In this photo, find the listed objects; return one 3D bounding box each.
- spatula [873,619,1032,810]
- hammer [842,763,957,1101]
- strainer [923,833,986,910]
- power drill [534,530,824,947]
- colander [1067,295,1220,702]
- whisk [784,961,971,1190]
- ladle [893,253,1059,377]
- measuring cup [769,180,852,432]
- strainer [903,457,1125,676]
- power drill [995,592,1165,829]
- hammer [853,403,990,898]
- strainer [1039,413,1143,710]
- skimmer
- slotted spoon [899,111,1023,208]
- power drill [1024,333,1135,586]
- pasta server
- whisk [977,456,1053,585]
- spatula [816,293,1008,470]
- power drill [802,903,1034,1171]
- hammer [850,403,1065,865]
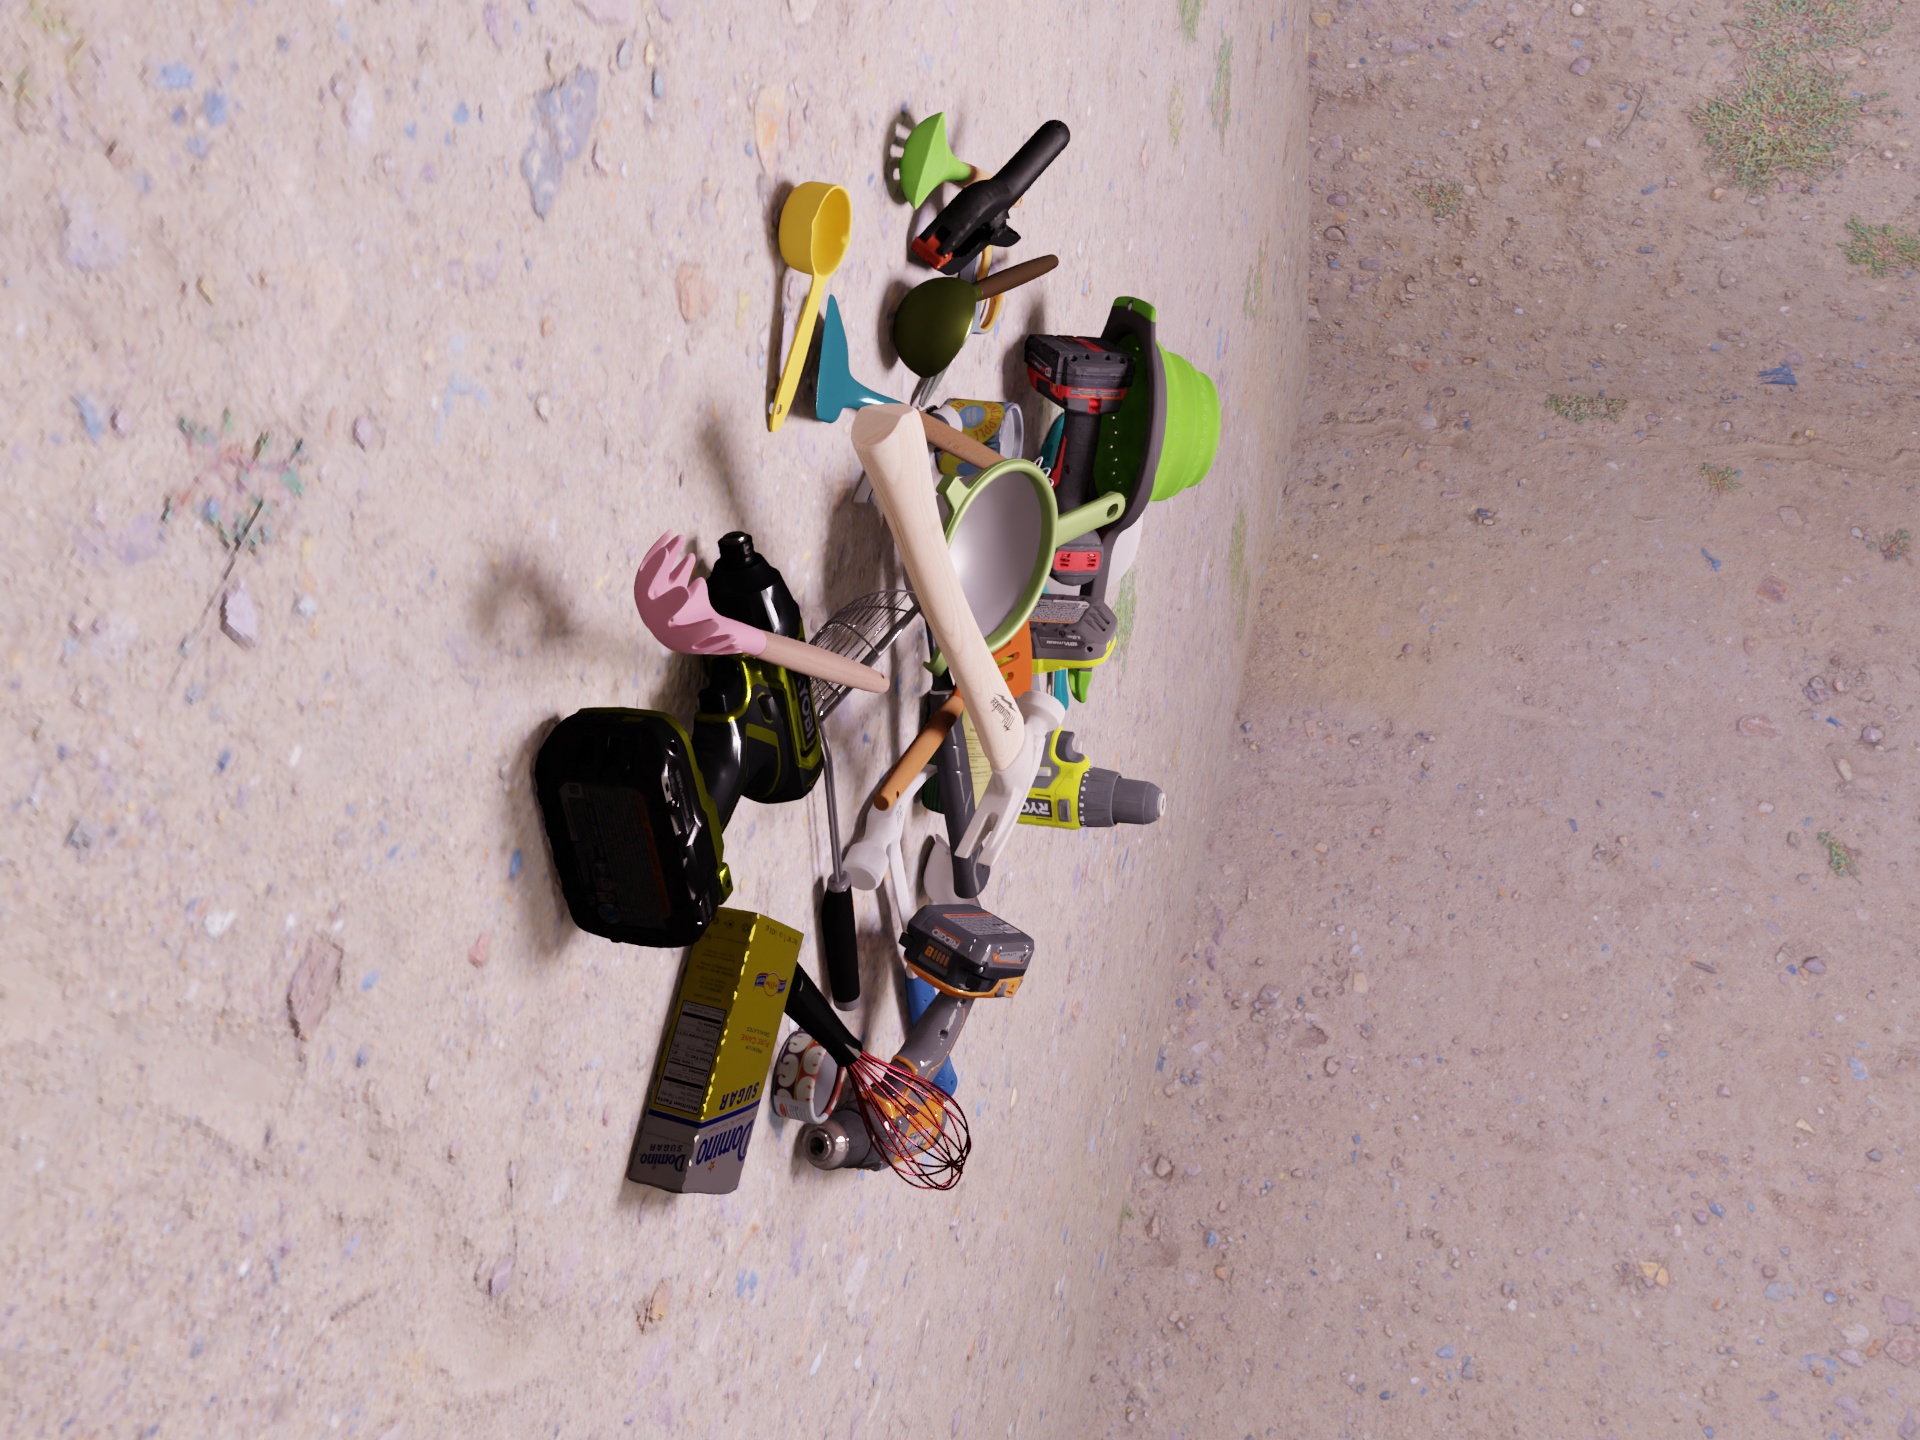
[{"bbox_3d":[-0.002,-0.004,1.203,0.323,0.041,0.081,-54,143,-63],"label":"spatula"},{"bbox_3d":[-0.038,0.208,1.415,0.405,0.035,0.144,82,24,-44],"label":"hammer"},{"bbox_3d":[0.001,0.166,1.517,0.087,0.050,0.258,58,-2,20],"label":"strainer"},{"bbox_3d":[-0.146,0.007,0.899,0.223,0.080,0.171,-62,150,-56],"label":"power drill"},{"bbox_3d":[0.177,-0.205,1.552,0.205,0.094,0.397,-124,-141,-65],"label":"colander"},{"bbox_3d":[-0.072,0.255,1.171,0.295,0.073,0.073,55,41,-34],"label":"whisk"},{"bbox_3d":[0.029,-0.340,1.282,0.078,0.062,0.320,-46,179,33],"label":"ladle"},{"bbox_3d":[-0.106,-0.260,0.997,0.062,0.029,0.156,-20,129,-71],"label":"measuring cup"},{"bbox_3d":[0.035,-0.143,1.212,0.256,0.069,0.151,-29,132,-48],"label":"strainer"},{"bbox_3d":[0.095,0.001,1.496,0.080,0.190,0.228,-55,145,-55],"label":"power drill"},{"bbox_3d":[-0.017,-0.037,1.284,0.149,0.036,0.408,-50,138,-56],"label":"hammer"},{"bbox_3d":[0.147,-0.163,1.736,0.211,0.095,0.340,-51,144,-60],"label":"strainer"},{"bbox_3d":[-0.066,0.074,1.161,0.127,0.090,0.363,-57,151,-54],"label":"skimmer"},{"bbox_3d":[0.006,-0.429,1.261,0.314,0.031,0.070,-35,146,-70],"label":"slotted spoon"},{"bbox_3d":[0.100,-0.251,1.523,0.143,0.078,0.219,-122,-146,-63],"label":"power drill"},{"bbox_3d":[-0.096,-0.043,0.885,0.060,0.040,0.316,61,13,15],"label":"pasta server"},{"bbox_3d":[0.038,-0.167,1.366,0.285,0.070,0.070,-72,164,-63],"label":"whisk"},{"bbox_3d":[-0.025,-0.218,1.164,0.317,0.044,0.082,14,81,-57],"label":"spatula"},{"bbox_3d":[-0.040,0.267,1.307,0.226,0.084,0.185,-65,155,6],"label":"power drill"},{"bbox_3d":[-0.006,-0.053,1.070,0.146,0.038,0.410,-65,154,-24],"label":"hammer"}]
